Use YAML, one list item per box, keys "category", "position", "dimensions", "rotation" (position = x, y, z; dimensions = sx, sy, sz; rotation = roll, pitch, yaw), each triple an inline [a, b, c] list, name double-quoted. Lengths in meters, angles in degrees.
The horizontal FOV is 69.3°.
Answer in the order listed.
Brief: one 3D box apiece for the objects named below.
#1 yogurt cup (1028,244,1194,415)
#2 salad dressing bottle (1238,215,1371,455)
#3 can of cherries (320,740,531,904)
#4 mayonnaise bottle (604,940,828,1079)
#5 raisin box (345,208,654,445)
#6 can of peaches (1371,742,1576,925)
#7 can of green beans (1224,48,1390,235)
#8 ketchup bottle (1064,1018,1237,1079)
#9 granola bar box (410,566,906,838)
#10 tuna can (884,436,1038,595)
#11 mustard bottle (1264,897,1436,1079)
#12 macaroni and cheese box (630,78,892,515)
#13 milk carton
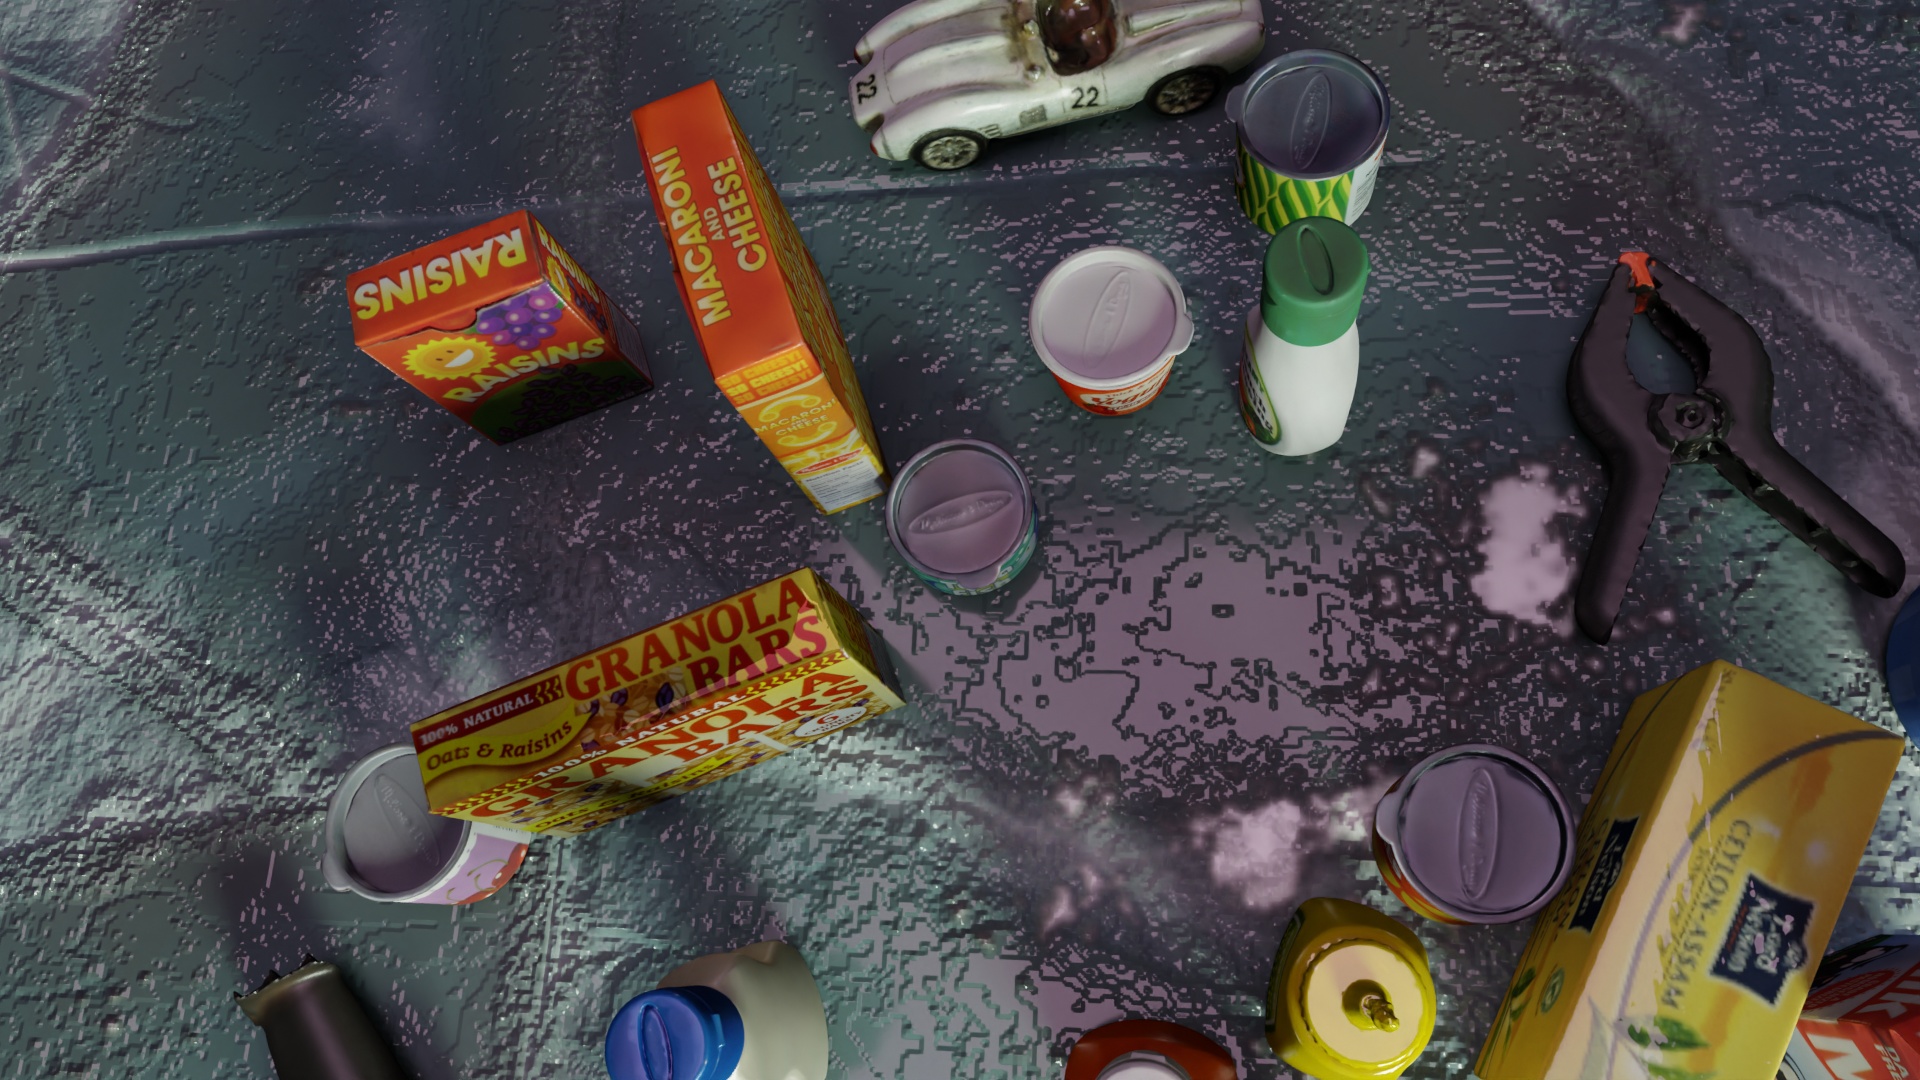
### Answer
- category: "yogurt cup"
  position: [0.067, -0.091, 0.623]
  dimensions: [0.072, 0.054, 0.072]
  rotation: [-3, 73, 9]
- category: "salad dressing bottle"
  position: [0.137, -0.080, 0.559]
  dimensions: [0.044, 0.147, 0.064]
  rotation: [-13, 72, 5]
- category: "can of cherries"
  position: [-0.232, 0.125, 0.605]
  dimensions: [0.071, 0.058, 0.071]
  rotation: [-3, 73, 9]
- category: "mayonnaise bottle"
  position: [-0.087, 0.183, 0.516]
  dimensions: [0.041, 0.147, 0.065]
  rotation: [-18, 72, 4]
- category: "raisin box"
  position: [-0.205, -0.092, 0.631]
  dimensions: [0.086, 0.123, 0.040]
  rotation: [-19, 72, 4]
- category: "can of peaches"
  position: [0.194, 0.115, 0.539]
  dimensions: [0.071, 0.058, 0.071]
  rotation: [-3, 73, 9]
- category: "can of green beans"
  position: [0.158, -0.179, 0.633]
  dimensions: [0.071, 0.057, 0.071]
  rotation: [-3, 73, 9]
- category: "ketchup bottle"
  position: [0.066, 0.195, 0.488]
  dimensions: [0.065, 0.148, 0.043]
  rotation: [4, 75, 10]
- category: "granola bar box"
  position: [-0.116, 0.070, 0.568]
  dimensions: [0.165, 0.124, 0.039]
  rotation: [-22, 72, 2]
- category: "tuna can"
  position: [0.002, -0.008, 0.620]
  dimensions: [0.071, 0.032, 0.071]
  rotation: [-3, 73, 9]
- category: "mustard bottle"
  position: [0.135, 0.157, 0.482]
  dimensions: [0.049, 0.160, 0.065]
  rotation: [15, 77, 13]
- category: "macaroni and cheese box"
  position: [-0.079, -0.093, 0.589]
  dimensions: [0.040, 0.166, 0.124]
  rotation: [-21, 72, 3]
- category: "milk carton"
  position: [0.318, 0.169, 0.432]
  dimensions: [0.072, 0.190, 0.073]
  rotation: [-24, 72, 2]
